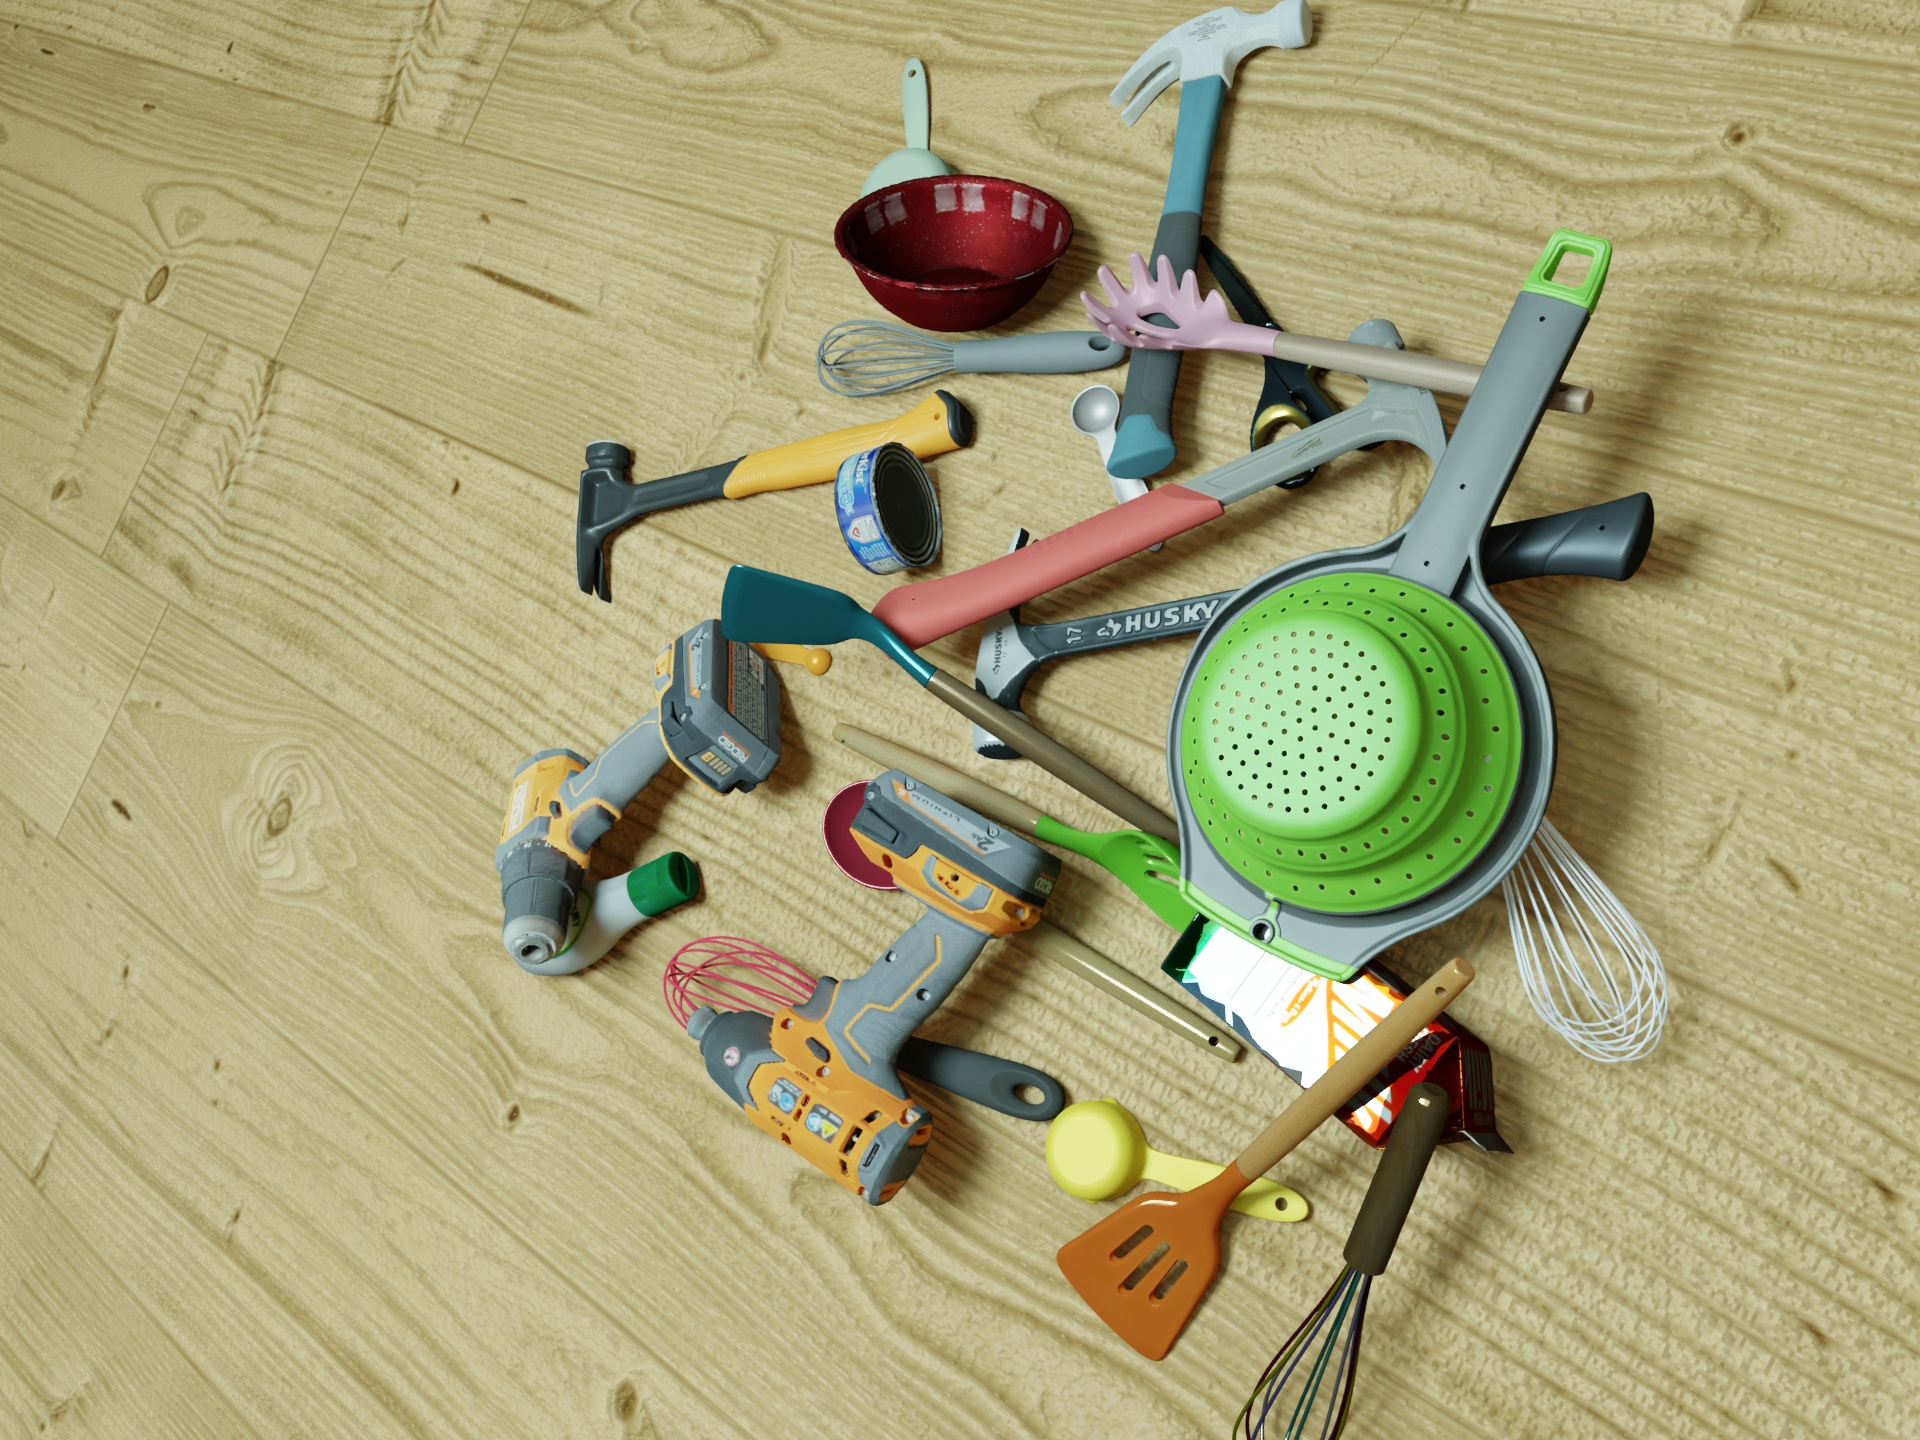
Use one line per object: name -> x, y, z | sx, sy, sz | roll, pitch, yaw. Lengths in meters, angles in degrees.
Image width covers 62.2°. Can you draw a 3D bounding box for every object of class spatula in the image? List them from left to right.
spatula -> -0.002, -0.003, 0.960 | 0.317, 0.082, 0.044 | 33, 58, 7
spatula -> 0.156, 0.222, 0.813 | 0.081, 0.041, 0.322 | 44, 130, 14

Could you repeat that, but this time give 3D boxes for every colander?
colander -> 0.216, -0.067, 0.784 | 0.205, 0.094, 0.397 | 27, 95, 30

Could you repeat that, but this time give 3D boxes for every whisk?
whisk -> -0.069, 0.198, 1.004 | 0.296, 0.073, 0.073 | 13, 83, 26
whisk -> 0.003, -0.253, 1.096 | 0.239, 0.055, 0.055 | 4, 78, 26
whisk -> 0.190, 0.288, 0.792 | 0.047, 0.051, 0.245 | 25, 109, 26
whisk -> 0.289, 0.047, 0.842 | 0.070, 0.070, 0.285 | -29, 59, 20

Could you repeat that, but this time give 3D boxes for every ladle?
ladle -> 0.038, 0.124, 0.979 | 0.316, 0.031, 0.069 | 29, 89, 31

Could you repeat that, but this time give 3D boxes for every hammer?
hammer -> -0.144, -0.175, 1.161 | 0.337, 0.034, 0.127 | -9, 71, 27
hammer -> 0.108, -0.110, 0.941 | 0.359, 0.036, 0.149 | -23, 48, 19
hammer -> 0.141, -0.311, 1.025 | 0.128, 0.033, 0.331 | 2, 74, 32
hammer -> 0.184, -0.074, 0.922 | 0.409, 0.036, 0.149 | -10, 67, 33

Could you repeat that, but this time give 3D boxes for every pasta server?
pasta server -> 0.202, -0.214, 0.900 | 0.316, 0.040, 0.060 | 23, 71, 38

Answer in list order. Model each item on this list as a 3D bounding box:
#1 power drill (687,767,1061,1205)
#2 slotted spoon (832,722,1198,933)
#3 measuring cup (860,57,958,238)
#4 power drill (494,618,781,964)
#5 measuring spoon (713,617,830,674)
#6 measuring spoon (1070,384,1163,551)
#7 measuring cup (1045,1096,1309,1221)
power drill -> -0.057, 0.147, 0.946 | 0.164, 0.084, 0.226 | 28, 87, 21
slotted spoon -> 0.031, 0.055, 0.994 | 0.314, 0.070, 0.031 | 23, 53, 37
measuring cup -> -0.040, -0.422, 1.168 | 0.083, 0.038, 0.168 | -10, 74, 27
power drill -> -0.229, 0.053, 1.087 | 0.226, 0.084, 0.186 | -35, 34, 18
measuring spoon -> -0.140, -0.055, 1.139 | 0.117, 0.011, 0.021 | 19, 86, 32
measuring spoon -> 0.106, -0.162, 1.030 | 0.034, 0.018, 0.124 | -27, 71, 19
measuring cup -> 0.118, 0.254, 0.894 | 0.156, 0.029, 0.062 | 8, 80, 32
